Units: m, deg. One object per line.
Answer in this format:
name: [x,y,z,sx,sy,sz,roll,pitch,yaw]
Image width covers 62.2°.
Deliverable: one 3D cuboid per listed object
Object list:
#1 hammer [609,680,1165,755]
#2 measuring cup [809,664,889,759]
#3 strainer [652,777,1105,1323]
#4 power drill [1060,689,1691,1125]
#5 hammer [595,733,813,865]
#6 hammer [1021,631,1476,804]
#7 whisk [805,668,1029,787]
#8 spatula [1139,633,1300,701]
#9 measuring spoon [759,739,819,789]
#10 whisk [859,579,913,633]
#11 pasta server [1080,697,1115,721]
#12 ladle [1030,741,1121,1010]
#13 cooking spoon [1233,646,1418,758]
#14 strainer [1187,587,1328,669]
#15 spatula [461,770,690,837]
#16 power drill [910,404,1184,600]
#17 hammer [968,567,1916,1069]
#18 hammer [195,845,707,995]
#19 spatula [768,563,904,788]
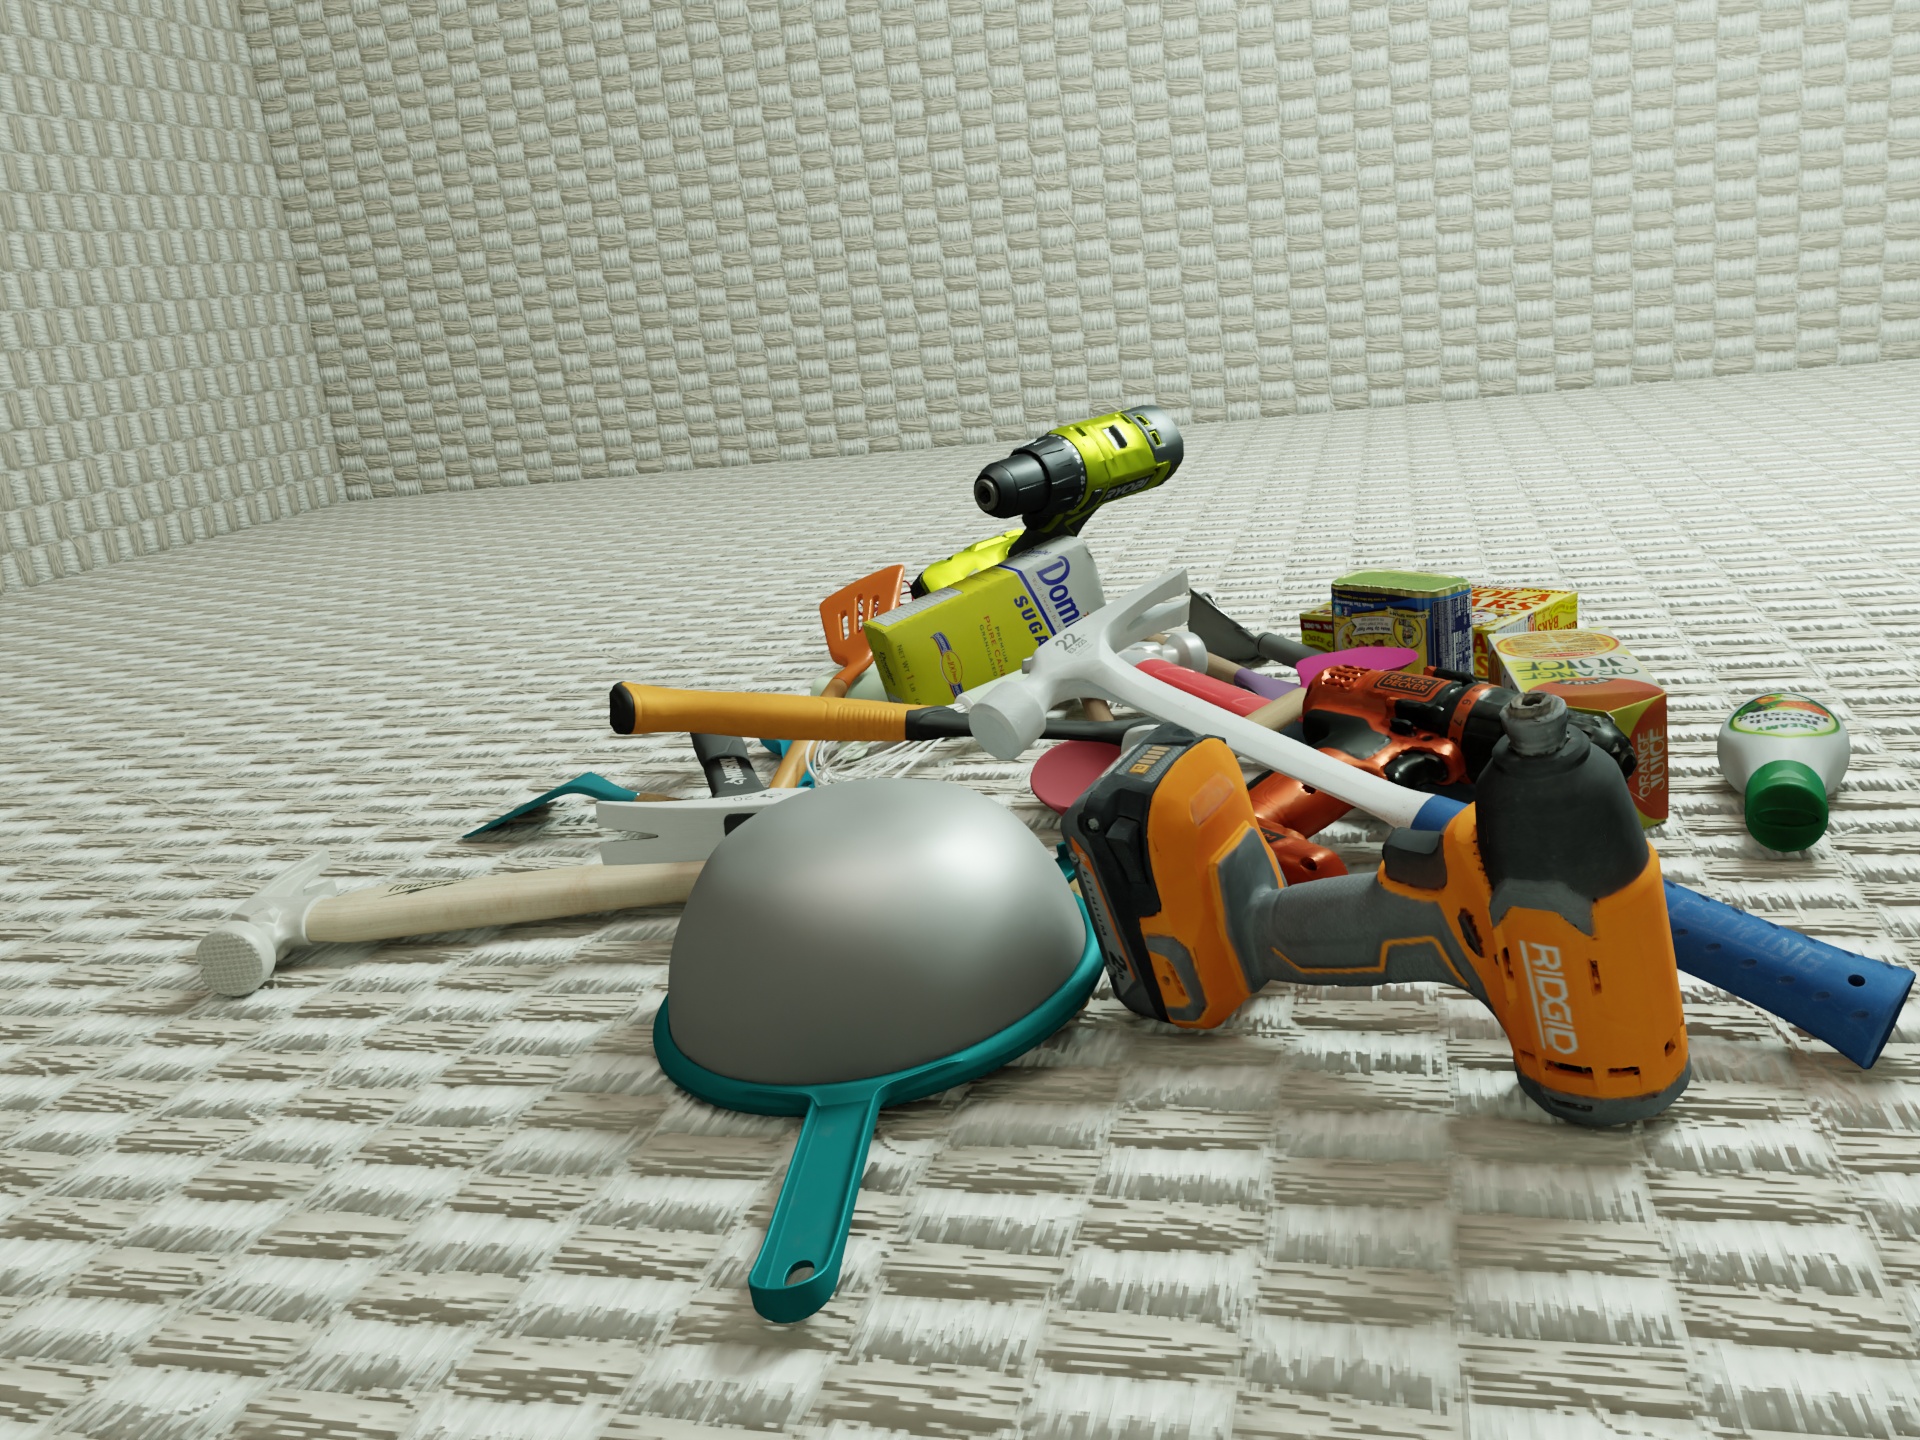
hammer: [-0.040,-0.001,0.939,0.337,0.034,0.127,3,10,6]
measuring cup: [-0.078,-0.008,1.173,0.083,0.038,0.168,-7,14,1]
strainer: [-0.050,0.101,0.655,0.211,0.095,0.340,-10,17,8]
power drill: [0.154,0.059,0.614,0.226,0.164,0.084,4,33,42]
hammer: [-0.150,0.027,0.980,0.146,0.035,0.335,-6,12,-12]
hammer: [0.185,0.007,0.970,0.143,0.038,0.387,-9,18,-25]
whisk: [-0.002,-0.003,1.093,0.246,0.057,0.059,-23,58,-33]
spatula: [0.190,-0.039,1.165,0.059,0.018,0.316,-10,22,-32]
measuring spoon: [-0.115,0.030,1.113,0.042,0.021,0.129,-10,25,-10]
whisk: [-0.044,-0.061,1.319,0.073,0.073,0.296,-9,21,-8]
pasta server: [0.093,-0.029,1.209,0.060,0.040,0.316,-7,20,-1]
ladle: [0.066,0.074,0.849,0.069,0.031,0.315,-3,18,7]
cooking spoon: [0.186,-0.005,0.914,0.069,0.017,0.319,5,17,36]
strainer: [0.224,-0.057,1.191,0.086,0.050,0.259,35,1,-20]
spatula: [-0.178,0.066,0.994,0.318,0.044,0.082,8,21,31]
power drill: [0.052,-0.148,1.247,0.190,0.080,0.228,-23,-17,-38]
hammer: [0.198,0.034,0.704,0.406,0.035,0.144,26,52,35]
hammer: [-0.196,0.089,0.893,0.410,0.038,0.146,-6,14,2]
spatula: [-0.098,-0.019,1.124,0.081,0.041,0.323,-23,22,23]
